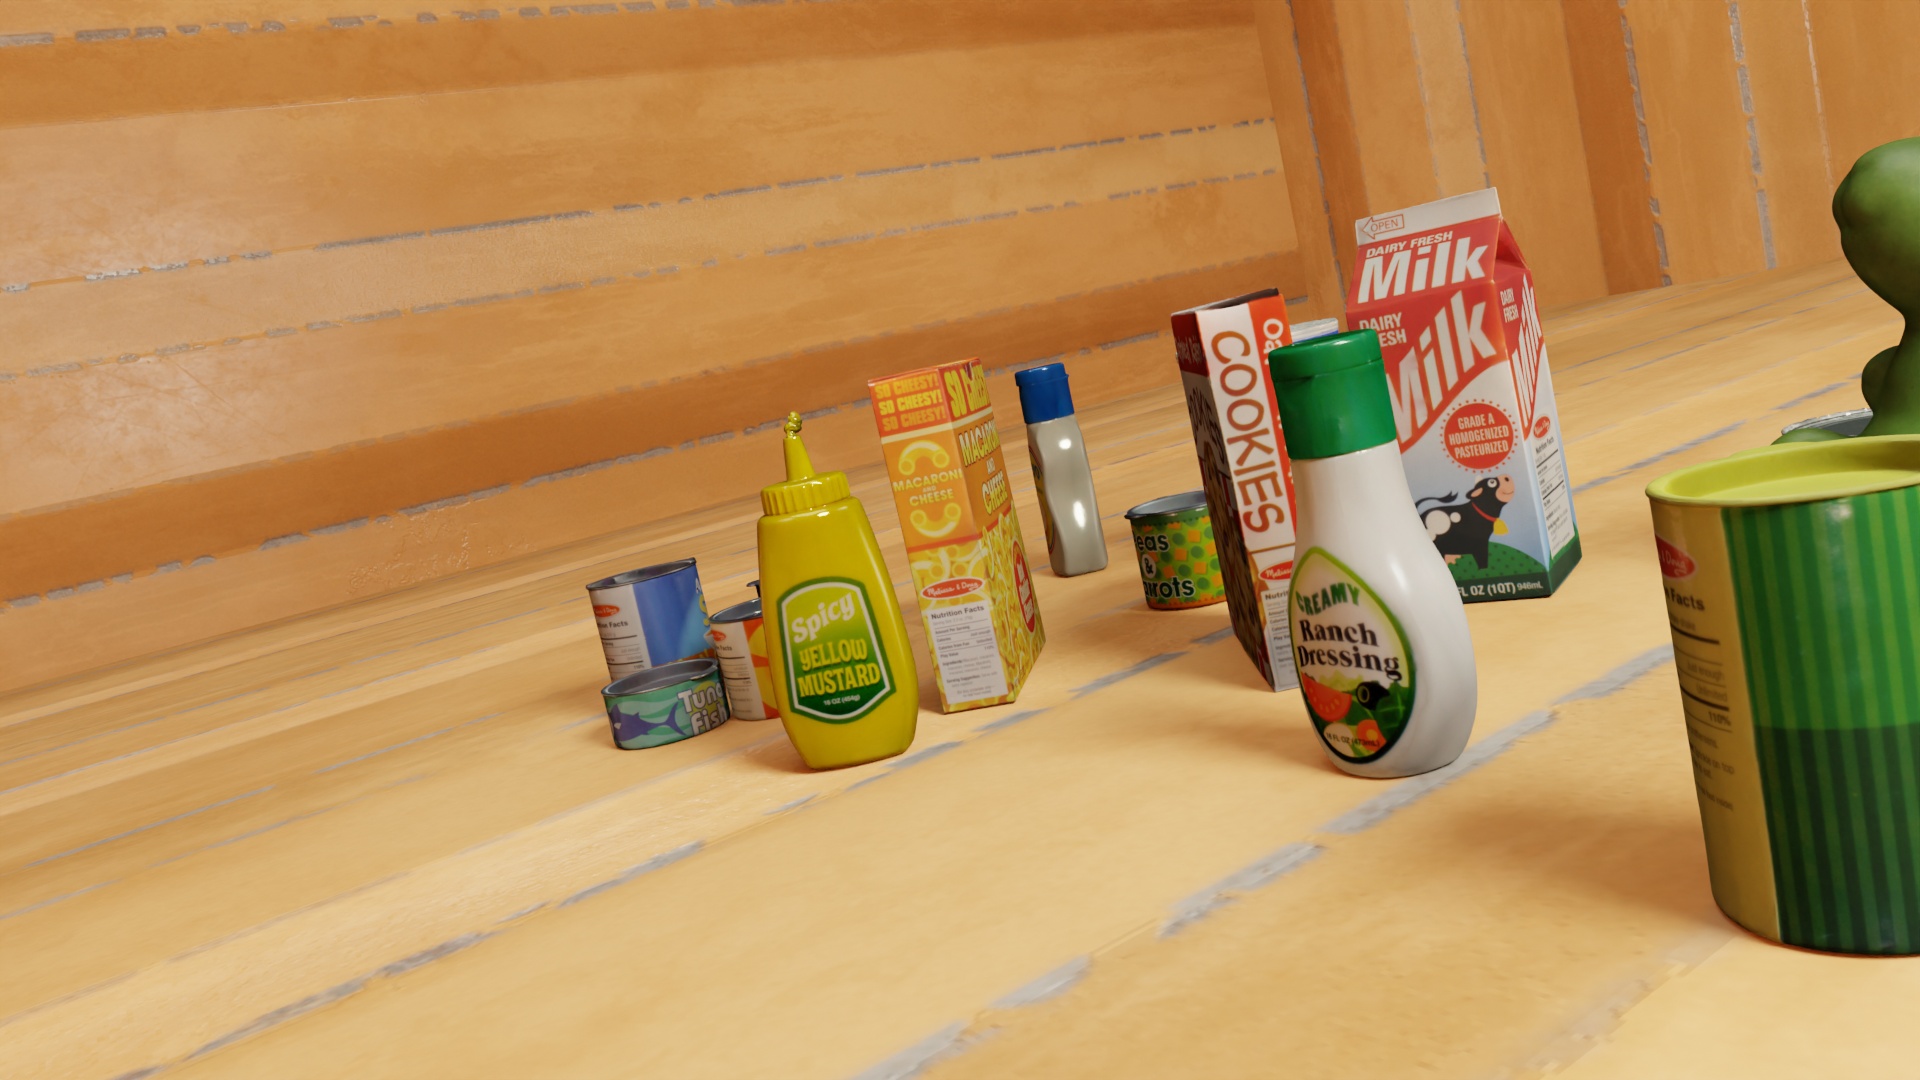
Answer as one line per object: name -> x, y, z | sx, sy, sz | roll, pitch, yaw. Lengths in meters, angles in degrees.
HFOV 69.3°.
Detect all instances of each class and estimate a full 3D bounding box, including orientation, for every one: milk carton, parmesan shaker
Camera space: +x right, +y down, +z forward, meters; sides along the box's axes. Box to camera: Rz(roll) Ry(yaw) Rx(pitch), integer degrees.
milk carton -> 0.243, -0.070, 0.678 | 0.072, 0.190, 0.074 | -8, 9, 36
parmesan shaker -> 0.202, 0.032, 0.320 | 0.071, 0.103, 0.071 | -13, 7, 2

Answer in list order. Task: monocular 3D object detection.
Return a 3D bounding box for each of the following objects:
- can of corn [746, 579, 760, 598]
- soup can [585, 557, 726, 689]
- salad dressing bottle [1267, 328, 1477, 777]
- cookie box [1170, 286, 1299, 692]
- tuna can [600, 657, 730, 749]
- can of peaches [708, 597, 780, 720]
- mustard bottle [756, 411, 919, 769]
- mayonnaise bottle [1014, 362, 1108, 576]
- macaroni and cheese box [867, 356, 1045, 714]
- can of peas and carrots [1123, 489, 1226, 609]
can of corn -> -0.094, 0.047, 0.878 | 0.071, 0.058, 0.071 | -12, 7, 2
soup can -> -0.180, 0.059, 0.839 | 0.071, 0.083, 0.071 | -12, 7, 2
salad dressing bottle -> 0.136, 0.004, 0.472 | 0.044, 0.147, 0.064 | -17, 8, -30
cookie box -> 0.136, -0.029, 0.638 | 0.040, 0.167, 0.123 | -12, 7, 5
tuna can -> -0.161, 0.090, 0.770 | 0.071, 0.032, 0.071 | -12, 7, 2
can of peaches -> -0.099, 0.062, 0.776 | 0.071, 0.058, 0.071 | -12, 7, 2
mustard bottle -> -0.062, 0.021, 0.628 | 0.065, 0.160, 0.049 | -13, 7, 1
mayonnaise bottle -> 0.071, -0.051, 0.990 | 0.041, 0.148, 0.065 | -13, 7, -4
macaroni and cheese box -> 0.003, -0.009, 0.720 | 0.040, 0.166, 0.124 | -11, 7, 12
can of peas and carrots -> 0.133, 0.005, 0.811 | 0.071, 0.058, 0.071 | -12, 7, 2
